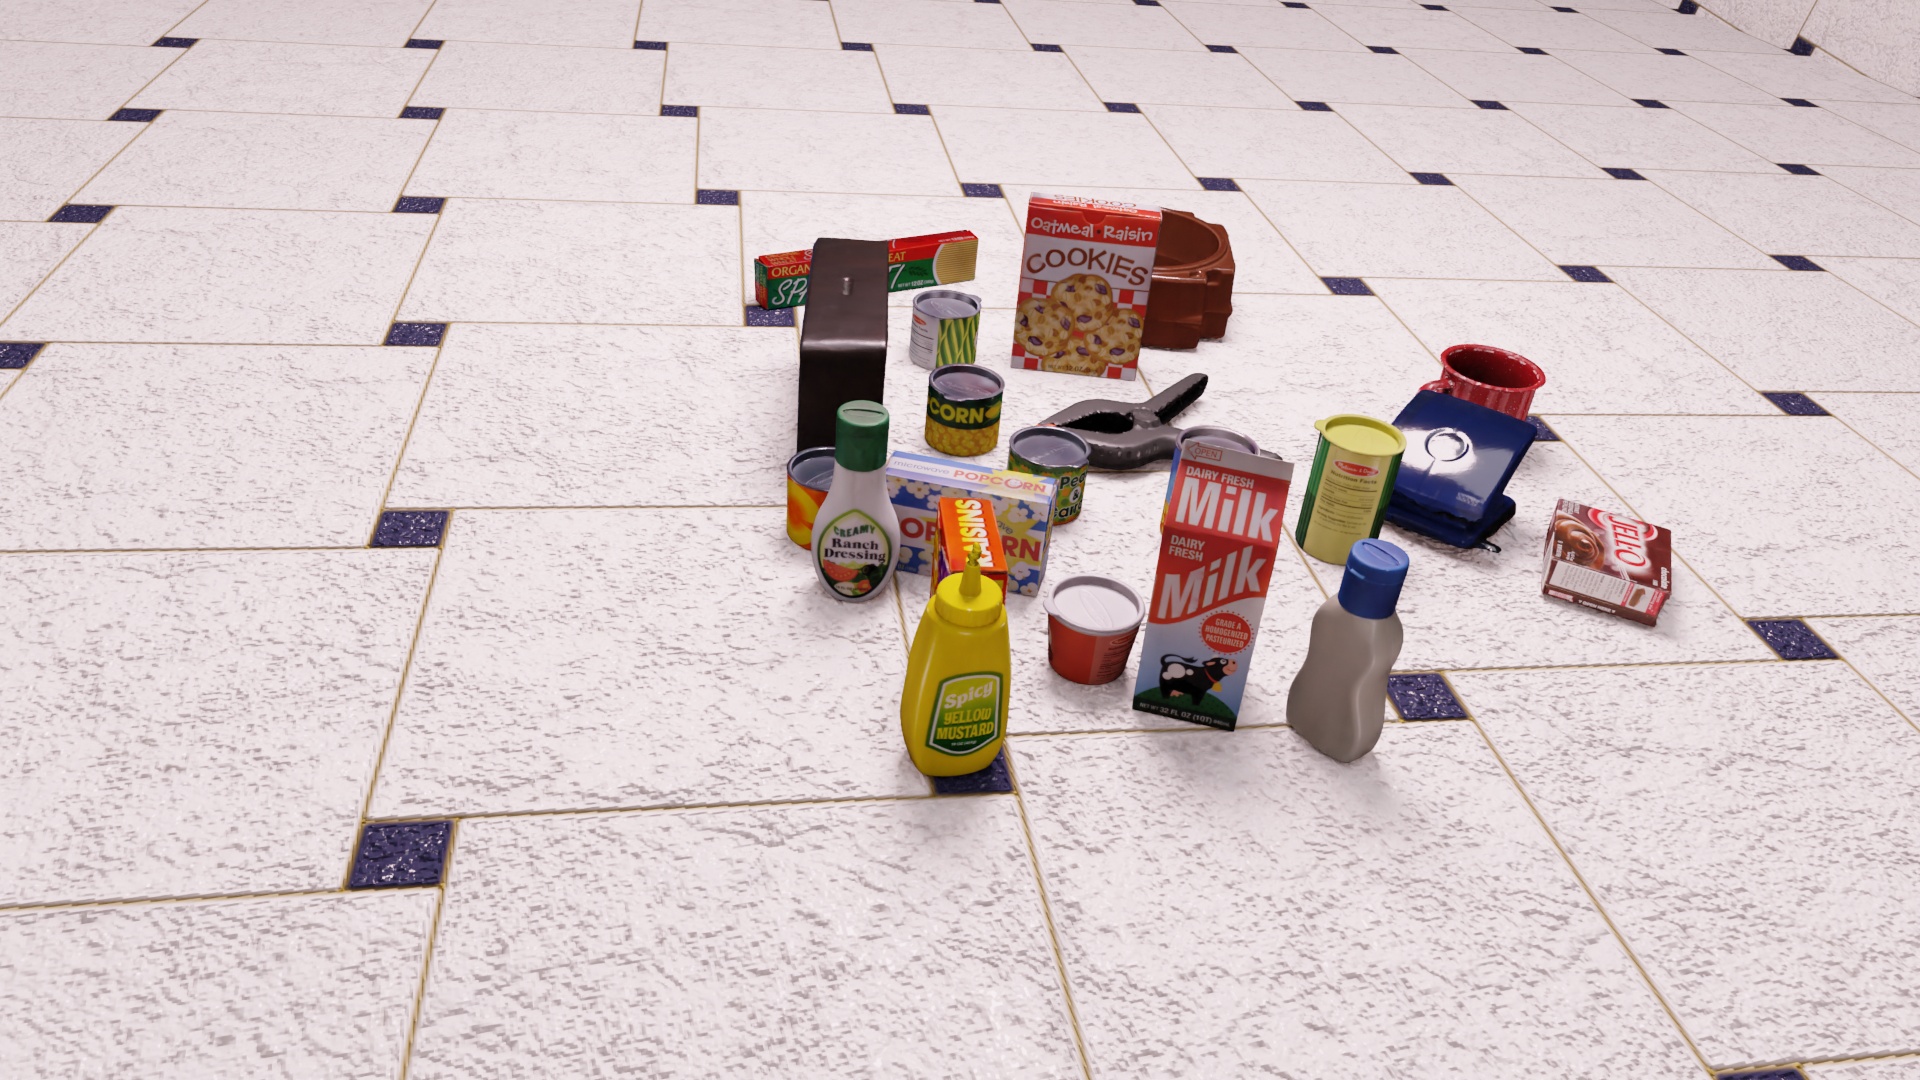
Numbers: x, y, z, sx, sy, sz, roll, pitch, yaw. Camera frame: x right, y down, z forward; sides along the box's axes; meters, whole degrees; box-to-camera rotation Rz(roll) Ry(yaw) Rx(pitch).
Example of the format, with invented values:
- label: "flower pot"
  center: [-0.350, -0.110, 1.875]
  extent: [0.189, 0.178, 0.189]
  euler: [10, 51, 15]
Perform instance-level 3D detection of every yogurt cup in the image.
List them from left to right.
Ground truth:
- label: "yogurt cup"
  center: [0.090, 0.063, 0.958]
  extent: [0.072, 0.053, 0.073]
  euler: [4, 33, -3]

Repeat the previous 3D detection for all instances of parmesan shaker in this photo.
- label: "parmesan shaker"
  center: [0.305, -0.041, 1.103]
  extent: [0.071, 0.102, 0.072]
  euler: [4, 33, -3]

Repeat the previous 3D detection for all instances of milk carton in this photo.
- label: "milk carton"
  center: [0.164, 0.024, 0.905]
  extent: [0.072, 0.189, 0.074]
  euler: [13, 34, 10]

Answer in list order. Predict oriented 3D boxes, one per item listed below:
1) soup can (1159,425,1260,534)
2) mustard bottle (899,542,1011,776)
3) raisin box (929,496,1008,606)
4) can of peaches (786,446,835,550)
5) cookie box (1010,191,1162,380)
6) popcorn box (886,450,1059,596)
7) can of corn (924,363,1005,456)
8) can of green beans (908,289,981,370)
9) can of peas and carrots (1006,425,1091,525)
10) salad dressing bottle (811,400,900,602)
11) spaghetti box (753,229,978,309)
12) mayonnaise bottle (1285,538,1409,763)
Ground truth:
- label: "soup can"
  center: [0.196, -0.038, 1.099]
  extent: [0.071, 0.083, 0.072]
  euler: [4, 33, -3]
- label: "mustard bottle"
  center: [0.000, 0.071, 0.836]
  extent: [0.065, 0.159, 0.049]
  euler: [-6, 35, -17]
- label: "raisin box"
  center: [0.002, 0.046, 0.908]
  extent: [0.040, 0.122, 0.086]
  euler: [1, 34, -7]
- label: "can of peaches"
  center: [-0.099, -0.030, 1.065]
  extent: [0.071, 0.057, 0.071]
  euler: [4, 33, -3]
- label: "cookie box"
  center: [0.117, -0.239, 1.313]
  extent: [0.123, 0.166, 0.040]
  euler: [6, 33, 1]
- label: "popcorn box"
  center: [0.004, -0.013, 1.030]
  extent: [0.127, 0.084, 0.038]
  euler: [11, 34, 7]
- label: "can of corn"
  center: [0.002, -0.112, 1.203]
  extent: [0.071, 0.058, 0.071]
  euler: [4, 33, -3]
- label: "can of green beans"
  center: [-0.015, -0.202, 1.337]
  extent: [0.071, 0.057, 0.071]
  euler: [4, 33, -3]
- label: "can of peas and carrots"
  center: [0.071, -0.051, 1.122]
  extent: [0.071, 0.058, 0.071]
  euler: [4, 33, -3]
- label: "salad dressing bottle"
  center: [-0.073, -0.027, 0.983]
  extent: [0.064, 0.146, 0.044]
  euler: [4, 33, -2]
- label: "spaghetti box"
  center: [-0.095, -0.285, 1.457]
  extent: [0.251, 0.050, 0.029]
  euler: [-14, 38, -27]
- label: "mayonnaise bottle"
  center: [0.251, 0.069, 0.888]
  extent: [0.041, 0.147, 0.065]
  euler: [-18, 40, -31]
